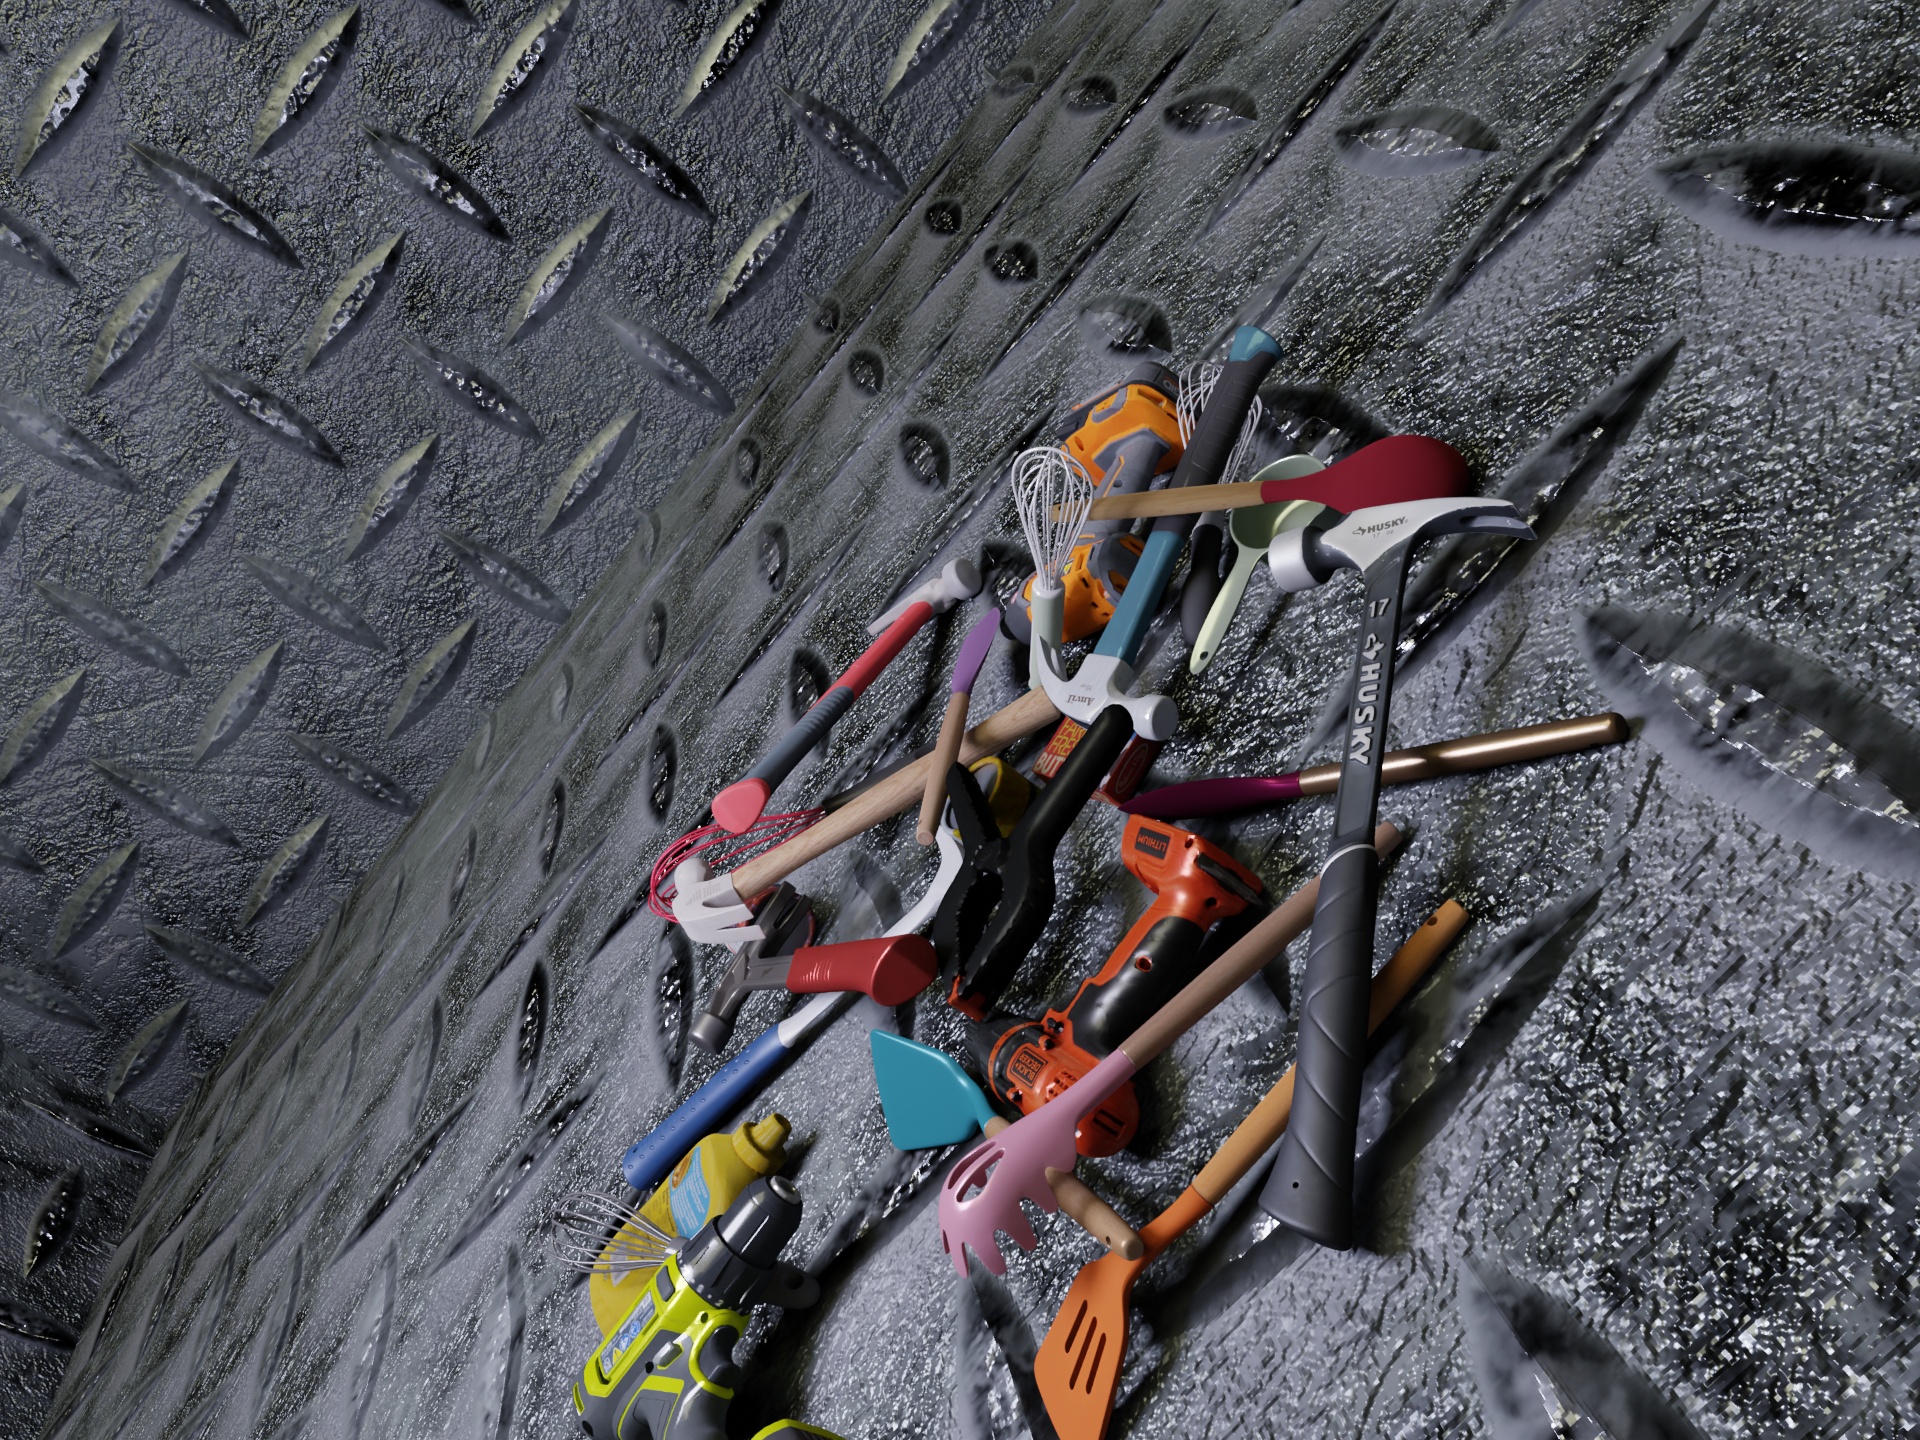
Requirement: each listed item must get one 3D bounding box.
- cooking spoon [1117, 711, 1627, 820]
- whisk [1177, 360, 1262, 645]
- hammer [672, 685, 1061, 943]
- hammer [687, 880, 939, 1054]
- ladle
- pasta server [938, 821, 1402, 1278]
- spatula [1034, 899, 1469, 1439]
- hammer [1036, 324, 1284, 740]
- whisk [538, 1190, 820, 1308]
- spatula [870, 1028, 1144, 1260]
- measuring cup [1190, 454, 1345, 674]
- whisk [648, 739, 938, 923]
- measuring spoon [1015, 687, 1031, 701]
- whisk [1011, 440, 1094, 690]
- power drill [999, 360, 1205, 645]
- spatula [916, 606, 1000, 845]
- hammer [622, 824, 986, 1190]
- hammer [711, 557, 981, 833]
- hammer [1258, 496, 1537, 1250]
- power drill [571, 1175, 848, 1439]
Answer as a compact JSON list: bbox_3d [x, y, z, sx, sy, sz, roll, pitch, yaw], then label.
[{"bbox_3d":[0.209,0.031,0.866,0.319,0.068,0.017,-16,70,49],"label":"cooking spoon"},{"bbox_3d":[0.186,-0.166,1.172,0.070,0.070,0.285,-31,38,43],"label":"whisk"},{"bbox_3d":[-0.071,0.069,1.208,0.331,0.031,0.130,-31,24,0],"label":"hammer"},{"bbox_3d":[-0.098,0.168,1.127,0.149,0.036,0.359,-58,15,-23],"label":"hammer"},{"bbox_3d":[0.182,-0.150,1.056,0.315,0.031,0.069,1,62,43],"label":"ladle"},{"bbox_3d":[0.109,0.160,0.809,0.316,0.040,0.060,-39,27,-9],"label":"pasta server"},{"bbox_3d":[0.139,0.216,0.770,0.322,0.041,0.081,-49,23,1],"label":"spatula"},{"bbox_3d":[0.152,-0.139,1.116,0.128,0.033,0.331,9,67,45],"label":"hammer"},{"bbox_3d":[-0.192,0.360,1.069,0.239,0.055,0.055,2,55,32],"label":"whisk"},{"bbox_3d":[0.020,0.241,0.887,0.044,0.082,0.317,-13,7,-18],"label":"spatula"},{"bbox_3d":[0.201,-0.097,1.058,0.083,0.038,0.167,18,77,53],"label":"measuring cup"},{"bbox_3d":[-0.126,0.084,1.303,0.296,0.073,0.073,-26,27,3],"label":"whisk"},{"bbox_3d":[0.034,0.018,1.254,0.128,0.021,0.042,-50,21,-14],"label":"measuring spoon"},{"bbox_3d":[0.064,-0.104,1.159,0.246,0.059,0.058,90,-161,-50],"label":"whisk"},{"bbox_3d":[0.107,-0.162,1.280,0.164,0.084,0.227,-24,41,52],"label":"power drill"},{"bbox_3d":[-0.002,-0.004,1.204,0.059,0.018,0.316,-47,15,30],"label":"spatula"},{"bbox_3d":[-0.126,0.232,1.226,0.405,0.035,0.144,-44,25,22],"label":"hammer"},{"bbox_3d":[-0.111,-0.017,1.391,0.143,0.038,0.386,-33,12,40],"label":"hammer"},{"bbox_3d":[0.200,0.054,0.786,0.149,0.036,0.409,-14,50,41],"label":"hammer"},{"bbox_3d":[-0.135,0.394,0.924,0.190,0.080,0.229,-52,31,3],"label":"power drill"}]
